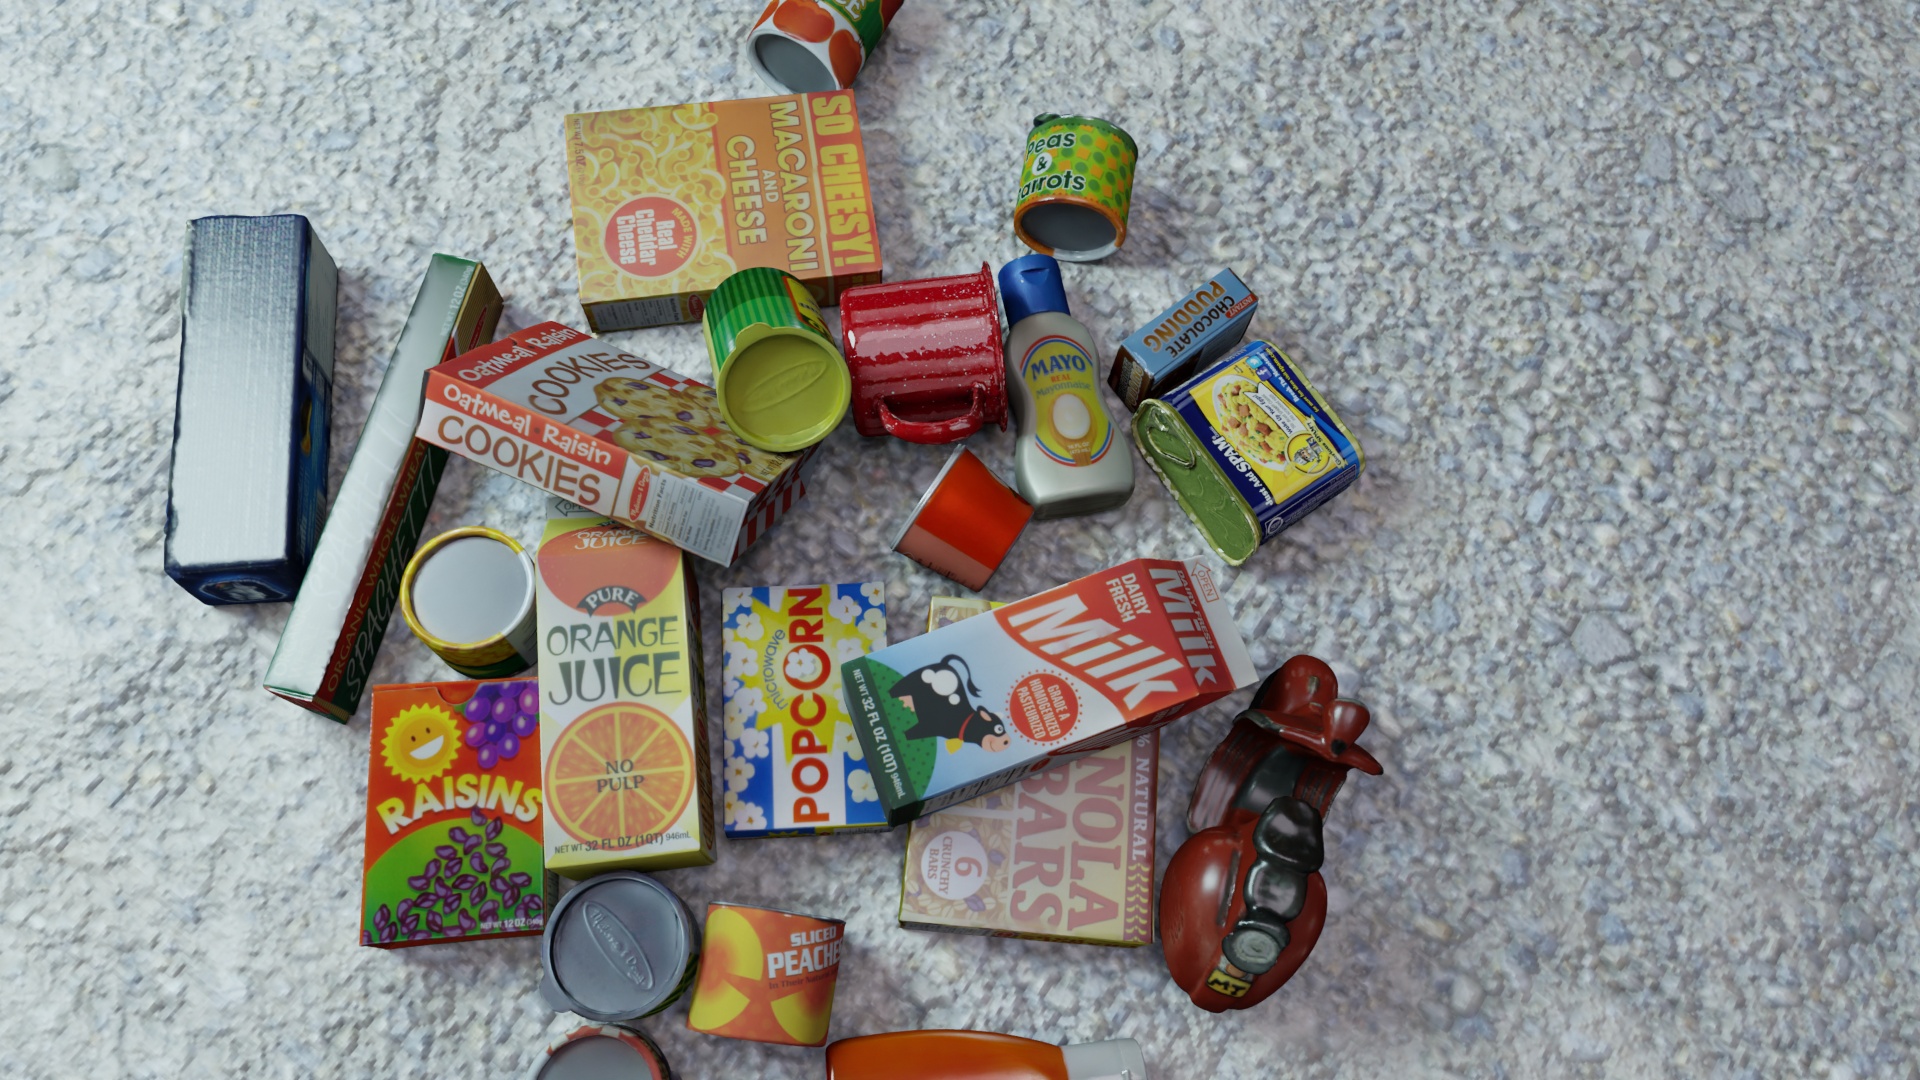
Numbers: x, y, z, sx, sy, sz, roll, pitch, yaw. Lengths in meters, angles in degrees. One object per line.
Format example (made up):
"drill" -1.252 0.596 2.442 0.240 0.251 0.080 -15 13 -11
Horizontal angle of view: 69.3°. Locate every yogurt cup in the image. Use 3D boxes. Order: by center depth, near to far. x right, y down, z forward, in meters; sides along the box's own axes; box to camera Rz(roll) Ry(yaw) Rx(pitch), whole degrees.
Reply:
"yogurt cup" 0.003 -0.009 0.735 0.054 0.072 0.072 34 72 -1

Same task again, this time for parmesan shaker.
"parmesan shaker" -0.099 -0.100 0.726 0.071 0.071 0.103 -12 31 -9

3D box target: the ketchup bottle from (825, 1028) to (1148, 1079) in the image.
"ketchup bottle" 0.012 0.260 0.651 0.149 0.043 0.065 -4 72 -6

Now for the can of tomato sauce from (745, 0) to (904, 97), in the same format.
"can of tomato sauce" -0.081 -0.311 0.829 0.071 0.071 0.083 25 71 4

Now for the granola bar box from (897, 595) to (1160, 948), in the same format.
"granola bar box" 0.038 0.116 0.706 0.124 0.039 0.166 6 71 -3

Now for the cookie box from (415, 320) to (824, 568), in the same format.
"cookie box" -0.168 -0.055 0.708 0.167 0.123 0.040 23 112 3

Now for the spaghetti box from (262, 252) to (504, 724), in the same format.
"spaghetti box" -0.296 -0.031 0.724 0.029 0.050 0.251 12 70 2

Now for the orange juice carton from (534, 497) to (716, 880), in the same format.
"orange juice carton" -0.166 0.065 0.689 0.072 0.072 0.193 -6 71 -6

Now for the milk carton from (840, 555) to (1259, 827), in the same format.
"milk carton" 0.044 0.067 0.663 0.191 0.073 0.072 -18 73 -10

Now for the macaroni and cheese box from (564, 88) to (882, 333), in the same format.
"macaroni and cheese box" -0.136 -0.191 0.798 0.167 0.040 0.124 -7 73 -7

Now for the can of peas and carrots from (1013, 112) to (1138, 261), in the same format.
"can of peas and carrots" 0.065 -0.204 0.804 0.071 0.070 0.059 10 71 -1

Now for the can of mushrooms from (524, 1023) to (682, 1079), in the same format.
"can of mushrooms" -0.166 0.258 0.643 0.071 0.033 0.071 1 70 -4

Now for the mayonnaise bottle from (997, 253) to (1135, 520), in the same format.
"mayonnaise bottle" 0.052 -0.087 0.777 0.065 0.041 0.148 -9 72 -7

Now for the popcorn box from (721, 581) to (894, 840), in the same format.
"popcorn box" -0.078 0.086 0.707 0.085 0.038 0.127 -2 71 -5

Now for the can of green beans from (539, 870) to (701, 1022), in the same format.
"can of green beans" -0.158 0.191 0.653 0.071 0.057 0.071 2 71 -4

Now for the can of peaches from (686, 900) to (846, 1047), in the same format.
"can of peaches" -0.089 0.203 0.649 0.071 0.071 0.058 9 72 -1

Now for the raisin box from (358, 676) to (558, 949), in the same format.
"raisin box" -0.242 0.132 0.677 0.086 0.040 0.124 -3 70 -5

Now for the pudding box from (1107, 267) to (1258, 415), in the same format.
"pudding box" 0.126 -0.112 0.788 0.084 0.049 0.030 -36 76 -15

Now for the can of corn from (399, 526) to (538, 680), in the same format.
"can of corn" -0.244 0.032 0.702 0.071 0.058 0.071 2 71 -4
